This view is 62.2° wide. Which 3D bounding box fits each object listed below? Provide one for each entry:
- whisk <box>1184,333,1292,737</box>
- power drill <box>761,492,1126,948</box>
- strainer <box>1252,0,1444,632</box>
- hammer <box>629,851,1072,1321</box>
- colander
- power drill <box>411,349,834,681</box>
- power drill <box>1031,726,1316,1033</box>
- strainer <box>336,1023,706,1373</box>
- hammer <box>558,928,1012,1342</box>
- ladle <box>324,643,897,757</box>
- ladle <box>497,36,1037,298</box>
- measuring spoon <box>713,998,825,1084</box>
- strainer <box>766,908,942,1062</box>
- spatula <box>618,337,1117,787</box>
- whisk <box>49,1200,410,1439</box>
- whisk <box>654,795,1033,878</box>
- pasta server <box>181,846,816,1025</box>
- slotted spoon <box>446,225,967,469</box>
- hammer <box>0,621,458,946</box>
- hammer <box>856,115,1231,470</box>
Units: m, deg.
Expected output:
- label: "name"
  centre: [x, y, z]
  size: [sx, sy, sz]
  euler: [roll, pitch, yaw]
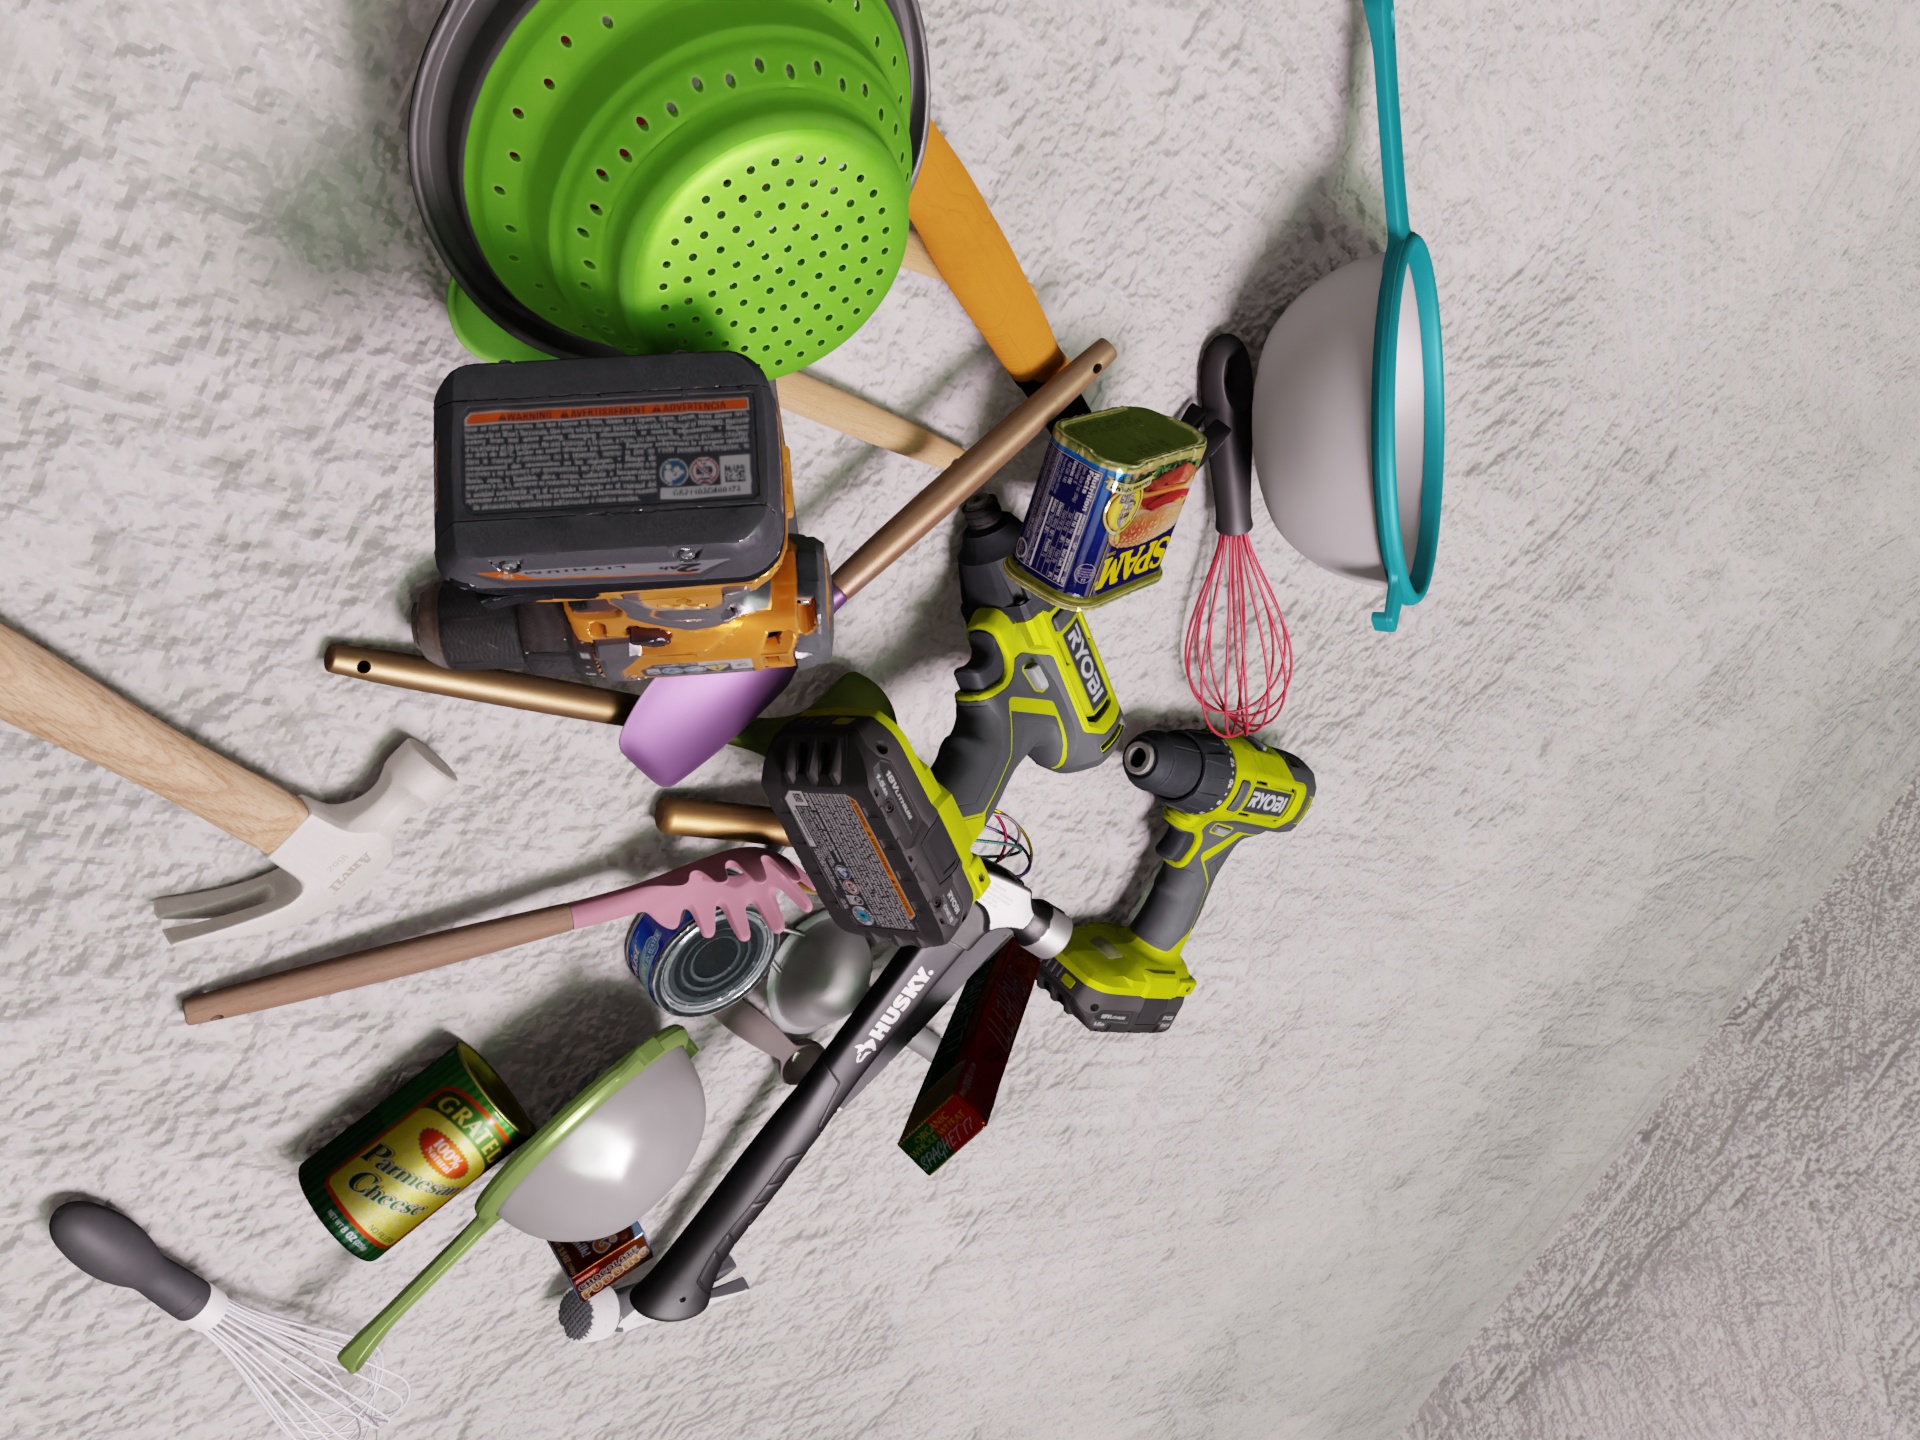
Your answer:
- label: "whisk"
  centre: [0.173, -0.106, 1.004]
  size: [0.073, 0.073, 0.295]
  euler: [-28, 131, -22]
- label: "power drill"
  centre: [-0.001, -0.003, 0.852]
  size: [0.223, 0.080, 0.171]
  euler: [-50, 127, -40]
- label: "strainer"
  centre: [0.213, -0.230, 0.907]
  size: [0.211, 0.095, 0.340]
  euler: [-48, 132, -56]
- label: "hammer"
  centre: [-0.084, 0.214, 0.927]
  size: [0.146, 0.035, 0.335]
  euler: [35, 95, -33]
- label: "colander"
  centre: [-0.084, -0.146, 0.646]
  size: [0.204, 0.095, 0.396]
  euler: [-24, 149, -14]
- label: "power drill"
  centre: [-0.147, -0.064, 0.634]
  size: [0.185, 0.084, 0.226]
  euler: [-4, 169, -3]
- label: "power drill"
  centre: [0.142, 0.108, 1.137]
  size: [0.190, 0.080, 0.228]
  euler: [13, 110, -48]
- label: "strainer"
  centre: [-0.232, 0.283, 0.893]
  size: [0.256, 0.069, 0.151]
  euler: [-44, 173, -10]
- label: "hammer"
  centre: [-0.091, 0.258, 1.032]
  size: [0.409, 0.036, 0.149]
  euler: [-49, 149, 15]
- label: "ladle"
  centre: [-0.161, -0.007, 0.803]
  size: [0.320, 0.062, 0.078]
  euler: [11, 102, -39]
- label: "ladle"
  centre: [-0.073, -0.226, 0.704]
  size: [0.315, 0.031, 0.069]
  euler: [5, 118, -46]
- label: "measuring spoon"
  centre: [-0.128, 0.198, 1.020]
  size: [0.034, 0.018, 0.124]
  euler: [-44, 134, -4]
- label: "strainer"
  centre: [-0.055, 0.191, 1.059]
  size: [0.087, 0.050, 0.258]
  euler: [-57, 146, -11]
- label: "spatula"
  centre: [-0.043, -0.084, 0.788]
  size: [0.316, 0.018, 0.059]
  euler: [-42, 132, -4]
- label: "whisk"
  centre: [-0.390, 0.330, 0.861]
  size: [0.070, 0.070, 0.284]
  euler: [-36, 135, -13]
- label: "whisk"
  centre: [-0.061, 0.064, 0.924]
  size: [0.244, 0.051, 0.047]
  euler: [9, 85, -31]
- label: "pasta server"
  centre: [-0.226, 0.114, 0.818]
  size: [0.316, 0.040, 0.060]
  euler: [-12, 147, -27]
- label: "slotted spoon"
  centre: [-0.099, -0.159, 0.735]
  size: [0.313, 0.031, 0.070]
  euler: [12, 119, -49]
- label: "hammer"
  centre: [-0.356, -0.004, 0.628]
  size: [0.130, 0.031, 0.331]
  euler: [-46, 140, -2]
- label: "hammer"
  centre: [0.040, -0.194, 0.801]
  size: [0.127, 0.034, 0.336]
  euler: [-45, 146, 1]
